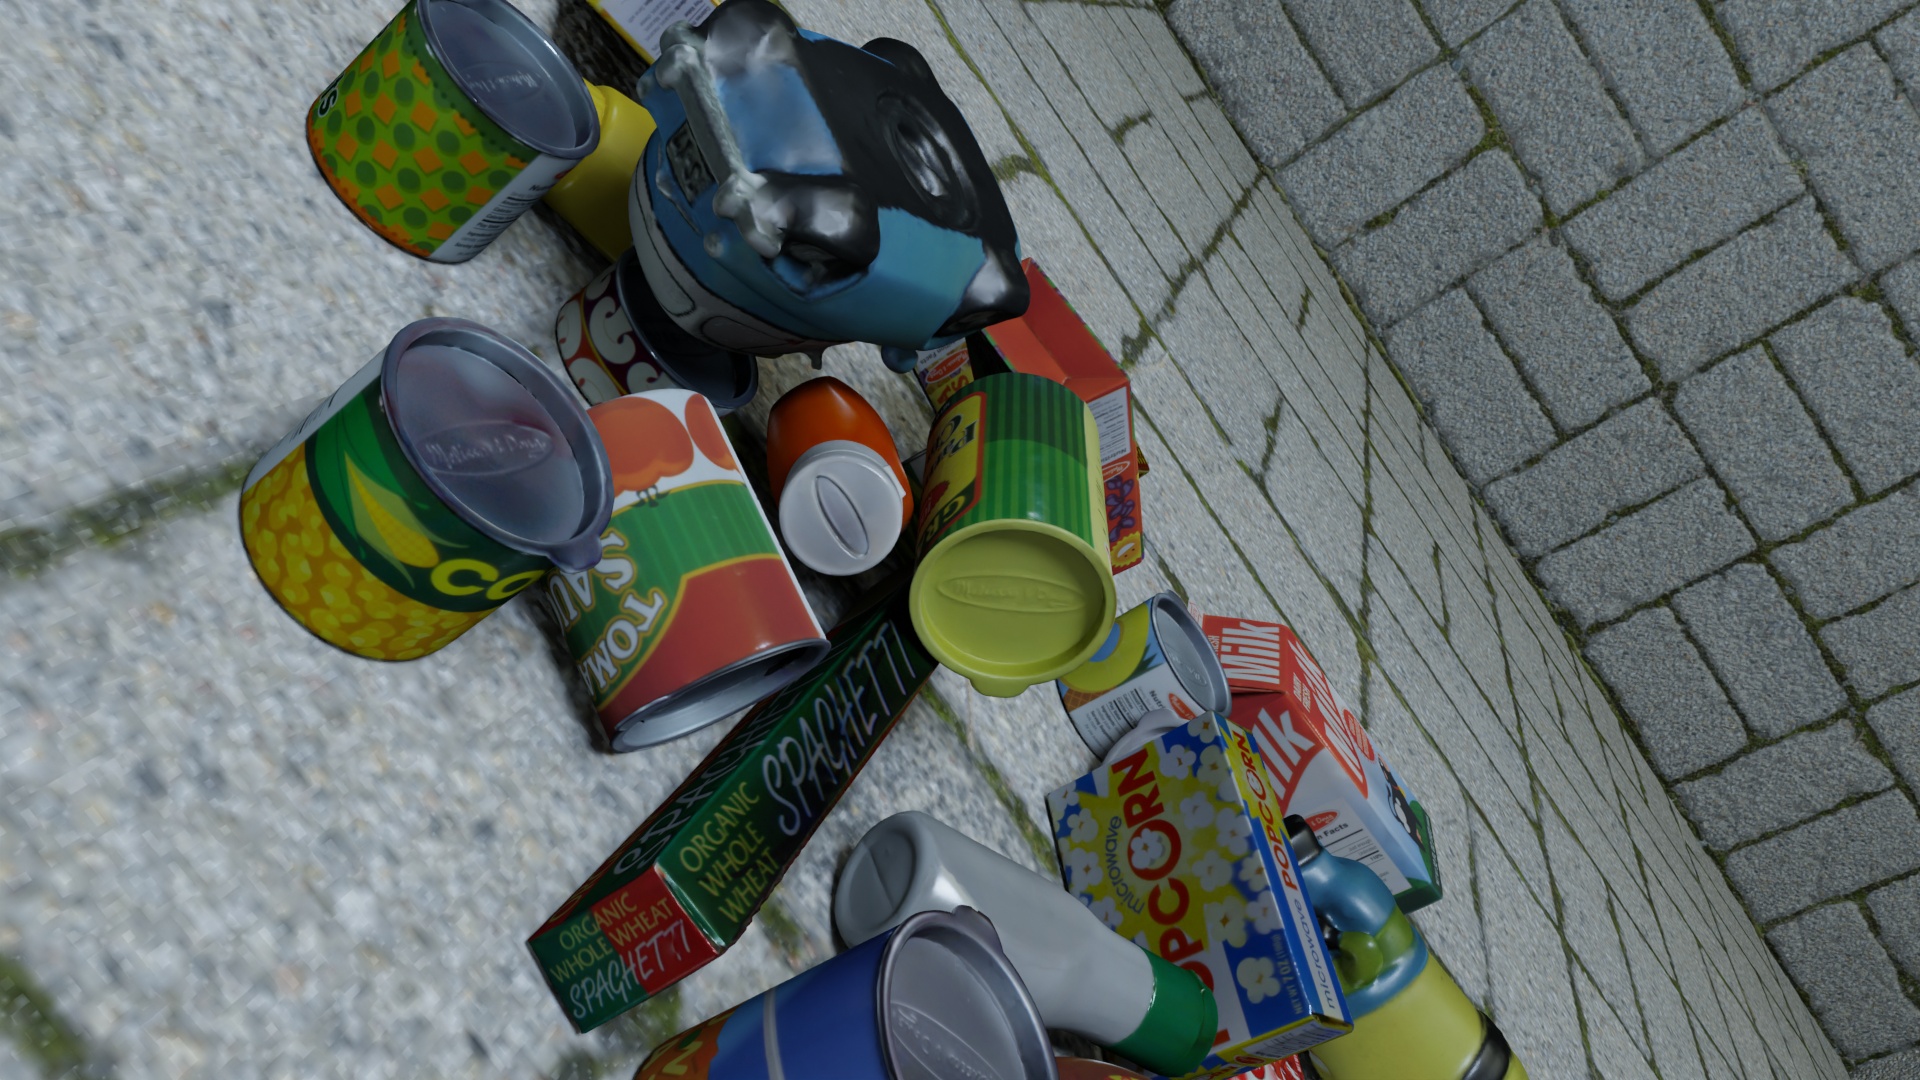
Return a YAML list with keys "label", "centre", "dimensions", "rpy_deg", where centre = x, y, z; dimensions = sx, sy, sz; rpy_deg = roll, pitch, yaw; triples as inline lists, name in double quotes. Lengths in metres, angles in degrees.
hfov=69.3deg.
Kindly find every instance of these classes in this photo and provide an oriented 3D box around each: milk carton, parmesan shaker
- label: "milk carton"
  centre: [0.175, 0.117, 0.746]
  dimensions: [0.190, 0.073, 0.073]
  rpy_deg: [51, 25, -14]
- label: "parmesan shaker"
  centre: [0.017, -0.005, 0.485]
  dimensions: [0.071, 0.071, 0.103]
  rpy_deg: [46, 24, -24]

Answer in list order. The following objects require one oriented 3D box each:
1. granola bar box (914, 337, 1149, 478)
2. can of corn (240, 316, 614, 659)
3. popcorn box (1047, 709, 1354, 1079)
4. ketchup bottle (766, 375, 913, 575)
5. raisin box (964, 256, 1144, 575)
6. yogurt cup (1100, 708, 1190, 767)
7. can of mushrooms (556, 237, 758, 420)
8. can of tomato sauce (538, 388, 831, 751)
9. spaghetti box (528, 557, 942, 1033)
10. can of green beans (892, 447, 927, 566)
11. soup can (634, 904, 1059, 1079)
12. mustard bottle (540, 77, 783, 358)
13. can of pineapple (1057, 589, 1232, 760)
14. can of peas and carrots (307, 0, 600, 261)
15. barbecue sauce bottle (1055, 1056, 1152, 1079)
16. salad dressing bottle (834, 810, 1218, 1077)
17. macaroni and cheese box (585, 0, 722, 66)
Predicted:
- label: "granola bar box"
  centre: [0.036, -0.083, 0.766]
  dimensions: [0.166, 0.039, 0.124]
  rpy_deg: [-5, 65, -63]
- label: "can of corn"
  centre: [-0.129, -0.010, 0.342]
  dimensions: [0.071, 0.058, 0.071]
  rpy_deg: [43, 28, -29]
- label: "popcorn box"
  centre: [0.089, 0.142, 0.541]
  dimensions: [0.038, 0.085, 0.127]
  rpy_deg: [32, 35, -43]
- label: "ketchup bottle"
  centre: [-0.041, -0.021, 0.477]
  dimensions: [0.064, 0.043, 0.149]
  rpy_deg: [60, 0, -12]
- label: "raisin box"
  centre: [0.041, -0.047, 0.600]
  dimensions: [0.086, 0.040, 0.122]
  rpy_deg: [57, -12, 36]
- label: "yogurt cup"
  centre: [0.100, 0.119, 0.618]
  dimensions: [0.054, 0.072, 0.073]
  rpy_deg: [42, 28, -49]
- label: "can of mushrooms"
  centre: [-0.106, -0.069, 0.487]
  dimensions: [0.071, 0.033, 0.071]
  rpy_deg: [42, 29, -30]
- label: "can of tomato sauce"
  centre: [-0.086, 0.009, 0.395]
  dimensions: [0.071, 0.071, 0.083]
  rpy_deg: [-3, 62, -63]
- label: "spaghetti box"
  centre: [-0.044, 0.057, 0.433]
  dimensions: [0.028, 0.050, 0.251]
  rpy_deg: [53, 25, -6]
- label: "can of green beans"
  centre: [0.003, -0.008, 0.580]
  dimensions: [0.058, 0.071, 0.071]
  rpy_deg: [63, 24, 8]
- label: "soup can"
  centre: [-0.028, 0.133, 0.332]
  dimensions: [0.071, 0.083, 0.072]
  rpy_deg: [44, 28, -30]
- label: "mustard bottle"
  centre: [-0.116, -0.128, 0.519]
  dimensions: [0.160, 0.048, 0.065]
  rpy_deg: [32, 29, -44]
- label: "can of pineapple"
  centre: [0.087, 0.066, 0.661]
  dimensions: [0.071, 0.057, 0.071]
  rpy_deg: [44, 28, -30]
- label: "can of peas and carrots"
  centre: [-0.159, -0.131, 0.432]
  dimensions: [0.071, 0.058, 0.071]
  rpy_deg: [43, 28, -29]
- label: "barbecue sauce bottle"
  centre: [0.040, 0.193, 0.437]
  dimensions: [0.148, 0.043, 0.065]
  rpy_deg: [39, 24, -35]
- label: "salad dressing bottle"
  centre: [0.027, 0.138, 0.459]
  dimensions: [0.147, 0.044, 0.064]
  rpy_deg: [35, 10, -31]
- label: "macaroni and cheese box"
  centre: [-0.091, -0.190, 0.603]
  dimensions: [0.166, 0.040, 0.124]
  rpy_deg: [42, 7, -31]
